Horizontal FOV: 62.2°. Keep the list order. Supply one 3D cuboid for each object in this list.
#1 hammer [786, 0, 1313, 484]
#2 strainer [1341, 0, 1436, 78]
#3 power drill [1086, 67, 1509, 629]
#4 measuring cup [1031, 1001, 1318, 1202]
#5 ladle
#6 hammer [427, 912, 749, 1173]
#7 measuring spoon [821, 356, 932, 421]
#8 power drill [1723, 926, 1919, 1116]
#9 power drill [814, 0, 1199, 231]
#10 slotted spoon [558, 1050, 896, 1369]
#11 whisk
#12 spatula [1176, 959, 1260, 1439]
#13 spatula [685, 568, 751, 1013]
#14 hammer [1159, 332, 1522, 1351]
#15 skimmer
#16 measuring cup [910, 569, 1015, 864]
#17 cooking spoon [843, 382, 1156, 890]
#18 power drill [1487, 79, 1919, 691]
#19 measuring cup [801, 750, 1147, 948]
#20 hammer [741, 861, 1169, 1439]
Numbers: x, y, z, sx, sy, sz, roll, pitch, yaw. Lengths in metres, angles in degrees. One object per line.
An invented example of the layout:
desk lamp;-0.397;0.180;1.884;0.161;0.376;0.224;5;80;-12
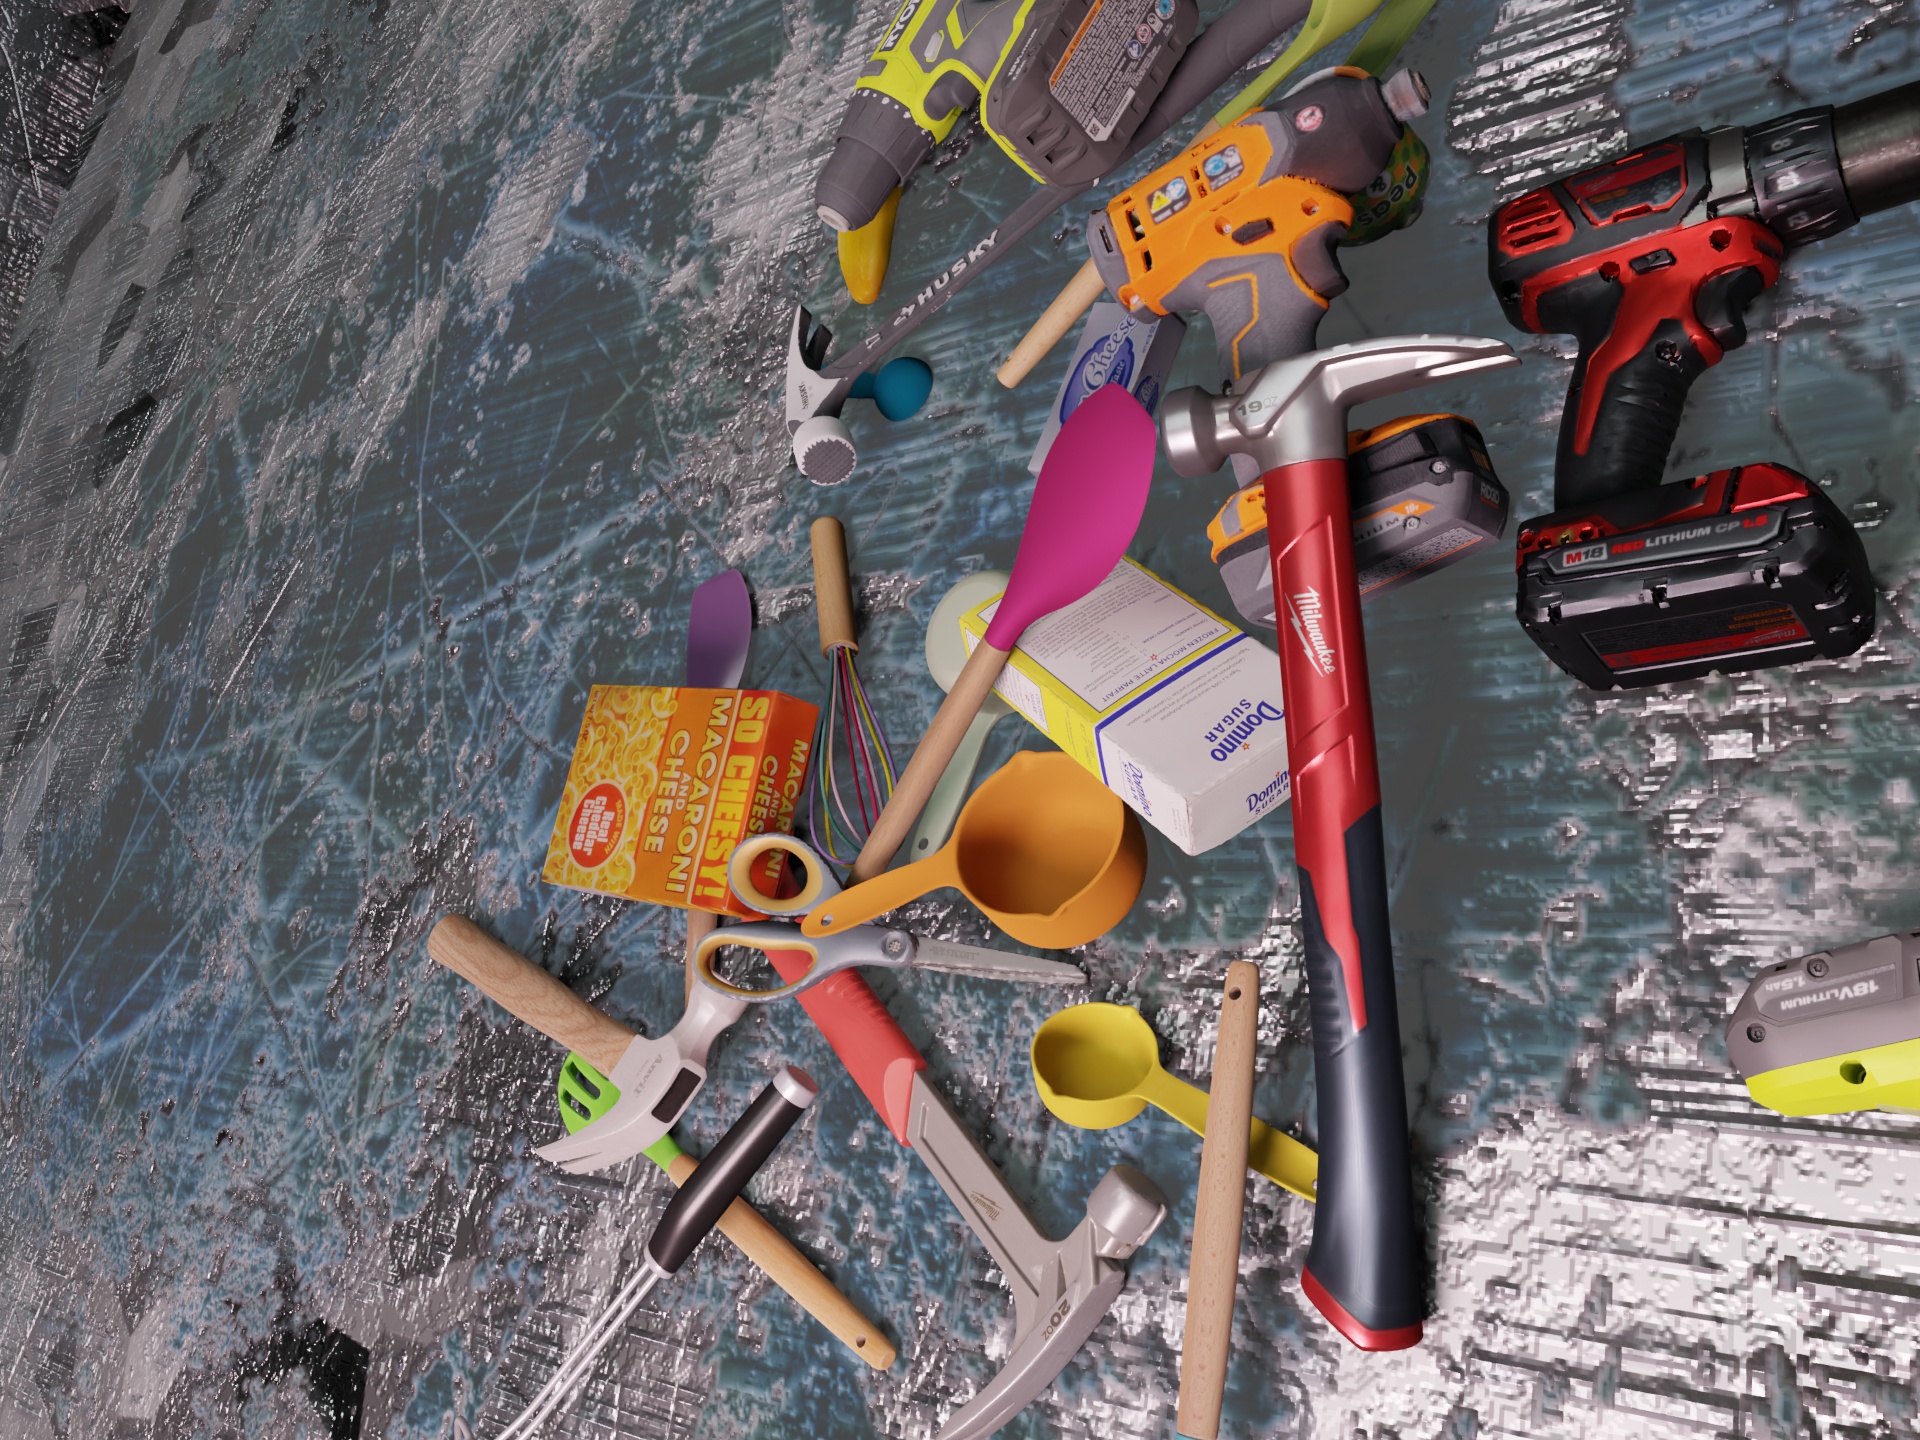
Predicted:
hammer;0.051;-0.303;0.917;0.409;0.036;0.149;-36;41;19
strainer;0.242;-0.413;0.791;0.256;0.069;0.152;-54;47;7
power drill;0.161;-0.172;0.713;0.164;0.084;0.227;-26;73;31
measuring cup;0.099;0.175;0.690;0.157;0.029;0.062;25;48;31
ladle;0.111;-0.298;0.834;0.320;0.062;0.078;-45;21;33
hammer;-0.251;0.174;0.962;0.331;0.031;0.130;13;65;51
measuring spoon;-0.070;-0.217;1.008;0.129;0.021;0.042;17;83;42
power drill;0.321;0.175;0.468;0.171;0.080;0.223;-23;61;32
power drill;0.012;-0.368;0.921;0.229;0.080;0.190;26;85;54
slotted spoon;-0.138;0.253;0.864;0.314;0.031;0.070;26;86;43
whisk;-0.063;-0.023;0.908;0.047;0.051;0.245;115;153;-50
spatula;0.100;0.256;0.633;0.082;0.044;0.318;-2;73;37
spatula;-0.153;0.046;0.970;0.060;0.018;0.316;-20;59;34
hammer;0.163;0.044;0.622;0.143;0.038;0.386;-8;82;30
skimmer;-0.173;0.332;0.832;0.363;0.090;0.127;-52;43;5
measuring cup;-0.001;-0.003;0.845;0.083;0.038;0.167;16;80;43
cooking spoon;0.007;-0.018;0.753;0.069;0.017;0.318;56;131;34
power drill;0.303;-0.138;0.619;0.188;0.080;0.227;-11;62;37
measuring cup;0.008;0.081;0.770;0.173;0.052;0.095;-23;50;17
hammer;-0.048;0.177;0.811;0.149;0.036;0.359;-54;47;9
